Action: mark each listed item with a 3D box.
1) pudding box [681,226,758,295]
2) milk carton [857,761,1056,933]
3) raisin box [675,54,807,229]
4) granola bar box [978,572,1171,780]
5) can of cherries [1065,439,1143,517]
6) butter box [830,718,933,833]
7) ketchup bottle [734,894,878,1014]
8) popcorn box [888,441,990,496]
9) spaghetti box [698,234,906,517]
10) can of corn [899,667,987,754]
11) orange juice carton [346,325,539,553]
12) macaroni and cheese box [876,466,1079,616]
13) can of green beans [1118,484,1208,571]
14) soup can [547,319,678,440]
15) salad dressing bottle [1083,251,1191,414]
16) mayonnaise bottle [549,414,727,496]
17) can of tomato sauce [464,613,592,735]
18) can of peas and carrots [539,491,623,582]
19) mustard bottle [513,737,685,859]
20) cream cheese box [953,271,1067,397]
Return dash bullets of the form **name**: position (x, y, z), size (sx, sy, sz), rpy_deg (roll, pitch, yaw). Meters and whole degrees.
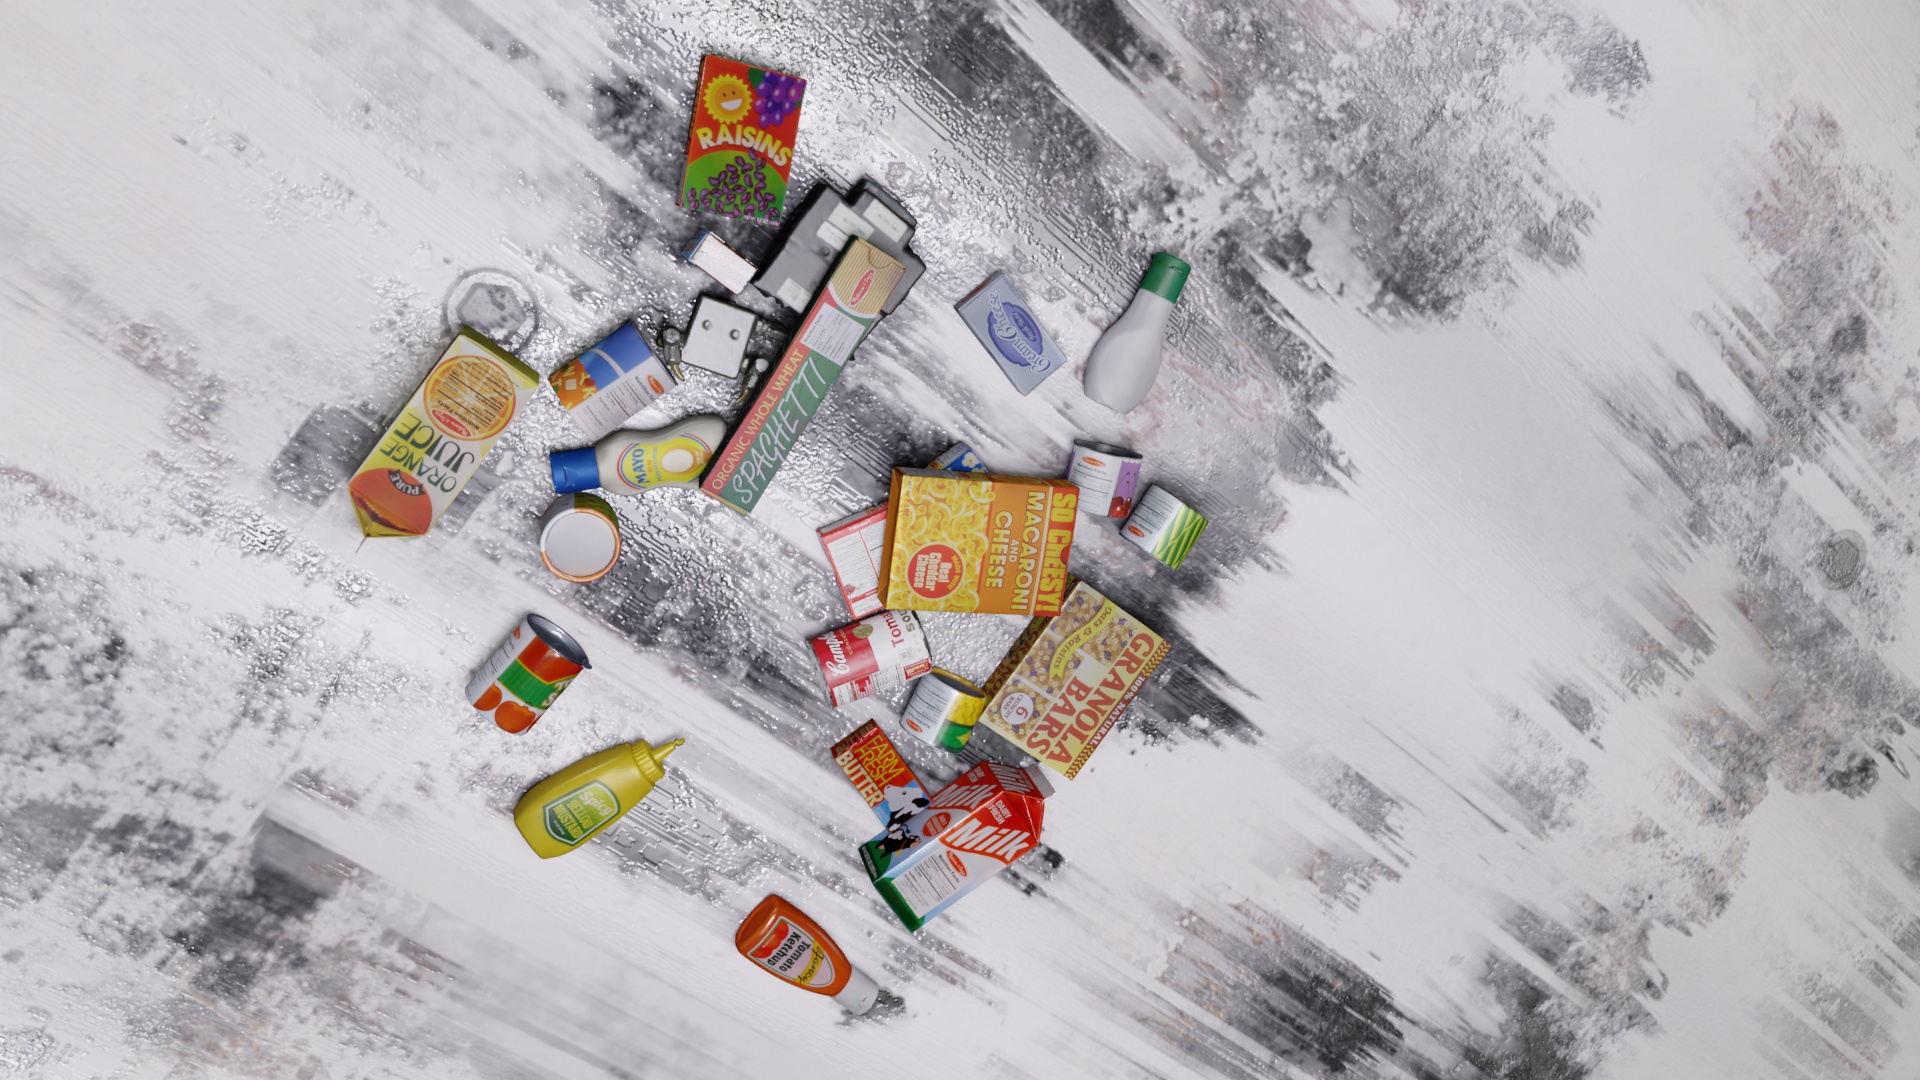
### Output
- **pudding box**: position (-0.198, -0.230, 1.136), size (0.049, 0.084, 0.030), rpy_deg (36, 93, -22)
- **milk carton**: position (0.004, 0.283, 1.339), size (0.191, 0.072, 0.073), rpy_deg (-34, 111, -4)
- **raisin box**: position (-0.180, -0.326, 1.140), size (0.086, 0.040, 0.123), rpy_deg (9, 103, -18)
- **granola bar box**: position (0.106, 0.132, 1.346), size (0.124, 0.039, 0.165), rpy_deg (35, 92, -21)
- **can of cherries**: position (0.132, -0.058, 1.290), size (0.071, 0.071, 0.058), rpy_deg (8, 103, -18)
- **butter box**: position (-0.075, 0.225, 1.326), size (0.053, 0.024, 0.103), rpy_deg (-35, 111, -4)
- **ketchup bottle**: position (-0.144, 0.406, 1.344), size (0.148, 0.043, 0.065), rpy_deg (42, 90, -22)
- **popcorn box**: position (0.005, -0.016, 1.277), size (0.085, 0.038, 0.126), rpy_deg (-37, 111, -5)
- **spaghetti box**: position (-0.134, -0.136, 1.154), size (0.050, 0.029, 0.249), rpy_deg (30, 100, -22)
- **can of corn**: position (-0.014, 0.159, 1.305), size (0.071, 0.071, 0.058), rpy_deg (23, 97, -21)
- **orange juice carton**: position (-0.426, -0.074, 1.118), size (0.073, 0.072, 0.192), rpy_deg (37, 92, -21)
- **macaroni and cheese box**: position (0.017, 0.003, 1.242), size (0.167, 0.040, 0.123), rpy_deg (4, 104, -17)
- **can of green beans**: position (0.193, -0.012, 1.318), size (0.071, 0.071, 0.058), rpy_deg (33, 94, -21)
- **soup can**: position (-0.288, -0.134, 1.148), size (0.084, 0.071, 0.071), rpy_deg (-35, 111, -4)
- **salad dressing bottle**: position (0.165, -0.191, 1.275), size (0.064, 0.044, 0.147), rpy_deg (24, 96, -19)
- **mayonnaise bottle**: position (-0.271, -0.067, 1.181), size (0.148, 0.041, 0.064), rpy_deg (-10, 109, -14)
- **can of tomato sauce**: position (-0.369, 0.116, 1.188), size (0.071, 0.071, 0.083), rpy_deg (41, 92, -22)
- **can of peas and carrots**: position (-0.319, -0.002, 1.175), size (0.071, 0.059, 0.070), rpy_deg (-4, 106, -15)
- **mustard bottle**: position (-0.317, 0.219, 1.240), size (0.160, 0.049, 0.065), rpy_deg (-32, 113, -6)
- **cream cheese box**: position (0.046, -0.186, 1.251), size (0.053, 0.024, 0.103), rpy_deg (-40, 111, -2)
